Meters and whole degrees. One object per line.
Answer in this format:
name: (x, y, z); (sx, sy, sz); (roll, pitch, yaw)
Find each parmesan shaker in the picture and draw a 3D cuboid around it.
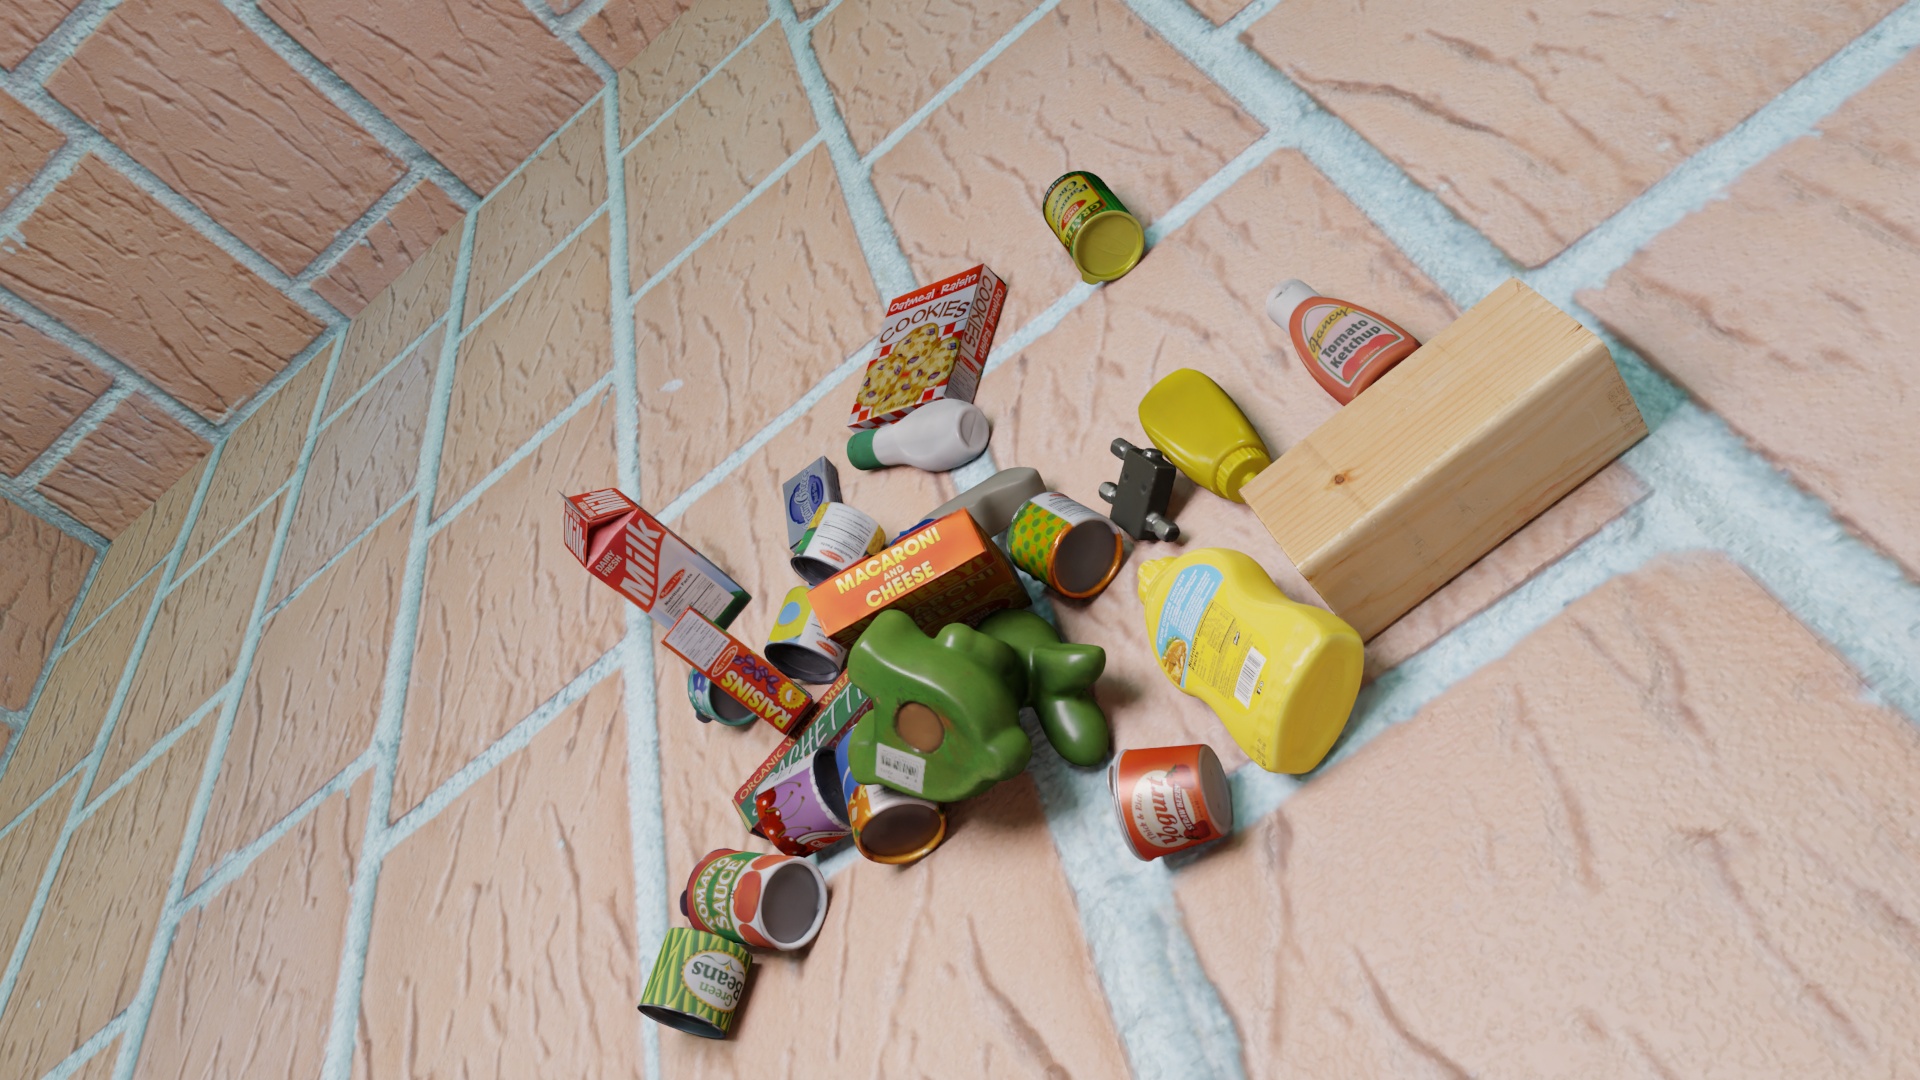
parmesan shaker: (0.117, -0.284, 1.259); (0.071, 0.071, 0.103); (-39, 36, 12)

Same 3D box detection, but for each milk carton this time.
milk carton: (-0.292, 0.017, 1.279); (0.073, 0.190, 0.072); (-51, 35, -6)

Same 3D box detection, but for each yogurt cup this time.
yogurt cup: (0.127, 0.153, 0.827); (0.054, 0.072, 0.073); (-17, 44, 24)

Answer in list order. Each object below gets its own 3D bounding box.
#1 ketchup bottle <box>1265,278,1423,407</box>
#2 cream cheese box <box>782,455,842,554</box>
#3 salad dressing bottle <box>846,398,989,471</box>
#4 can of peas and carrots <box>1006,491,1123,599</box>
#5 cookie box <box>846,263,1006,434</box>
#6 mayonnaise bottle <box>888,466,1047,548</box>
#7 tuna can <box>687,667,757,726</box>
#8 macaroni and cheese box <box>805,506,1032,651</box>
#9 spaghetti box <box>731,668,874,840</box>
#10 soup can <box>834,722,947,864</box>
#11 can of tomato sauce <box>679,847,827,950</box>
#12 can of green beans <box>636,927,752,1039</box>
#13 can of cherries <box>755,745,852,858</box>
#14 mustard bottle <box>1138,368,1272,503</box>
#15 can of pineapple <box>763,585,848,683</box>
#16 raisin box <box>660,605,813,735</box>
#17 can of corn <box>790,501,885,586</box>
ketchup bottle: (0.267, -0.142, 0.984); (0.064, 0.043, 0.149); (-41, 35, 8)
cream cheese box: (-0.139, -0.032, 1.312); (0.053, 0.024, 0.104); (-36, 37, 16)
salad dressing bottle: (-0.042, -0.090, 1.253); (0.147, 0.044, 0.064); (-7, 62, 44)
can of peas and carrots: (0.076, 0.006, 1.021); (0.071, 0.071, 0.059); (-51, 36, -6)
cookie box: (-0.031, -0.177, 1.329); (0.122, 0.040, 0.168); (-13, 48, 38)
mayonnaise bottle: (0.004, -0.013, 1.071); (0.064, 0.041, 0.149); (-14, 13, 43)
tuna can: (-0.197, 0.126, 1.184); (0.033, 0.071, 0.071); (10, 64, 50)
macaroni and cheese box: (-0.025, 0.040, 0.989); (0.124, 0.166, 0.040); (-29, 70, 5)
spaghetti box: (-0.083, 0.129, 1.095); (0.250, 0.028, 0.050); (-49, 35, -3)
soup can: (-0.050, 0.179, 0.984); (0.071, 0.071, 0.084); (-38, 37, 13)
can of tomato sauce: (-0.149, 0.258, 1.002); (0.083, 0.071, 0.071); (-7, 51, 42)
can of green beans: (-0.188, 0.316, 0.991); (0.071, 0.071, 0.058); (-12, 48, 40)
can of cherries: (-0.107, 0.196, 1.025); (0.058, 0.071, 0.072); (-32, 38, 21)
mustard bottle: (0.183, -0.066, 0.993); (0.065, 0.048, 0.161); (-41, 36, 9)
can of pineapple: (-0.124, 0.078, 1.154); (0.071, 0.071, 0.058); (-11, 48, 40)
raisin box: (-0.179, 0.103, 1.115); (0.040, 0.123, 0.086); (-53, 6, -11)
can of corn: (-0.106, 0.009, 1.206); (0.071, 0.071, 0.058); (-2, 54, 45)
